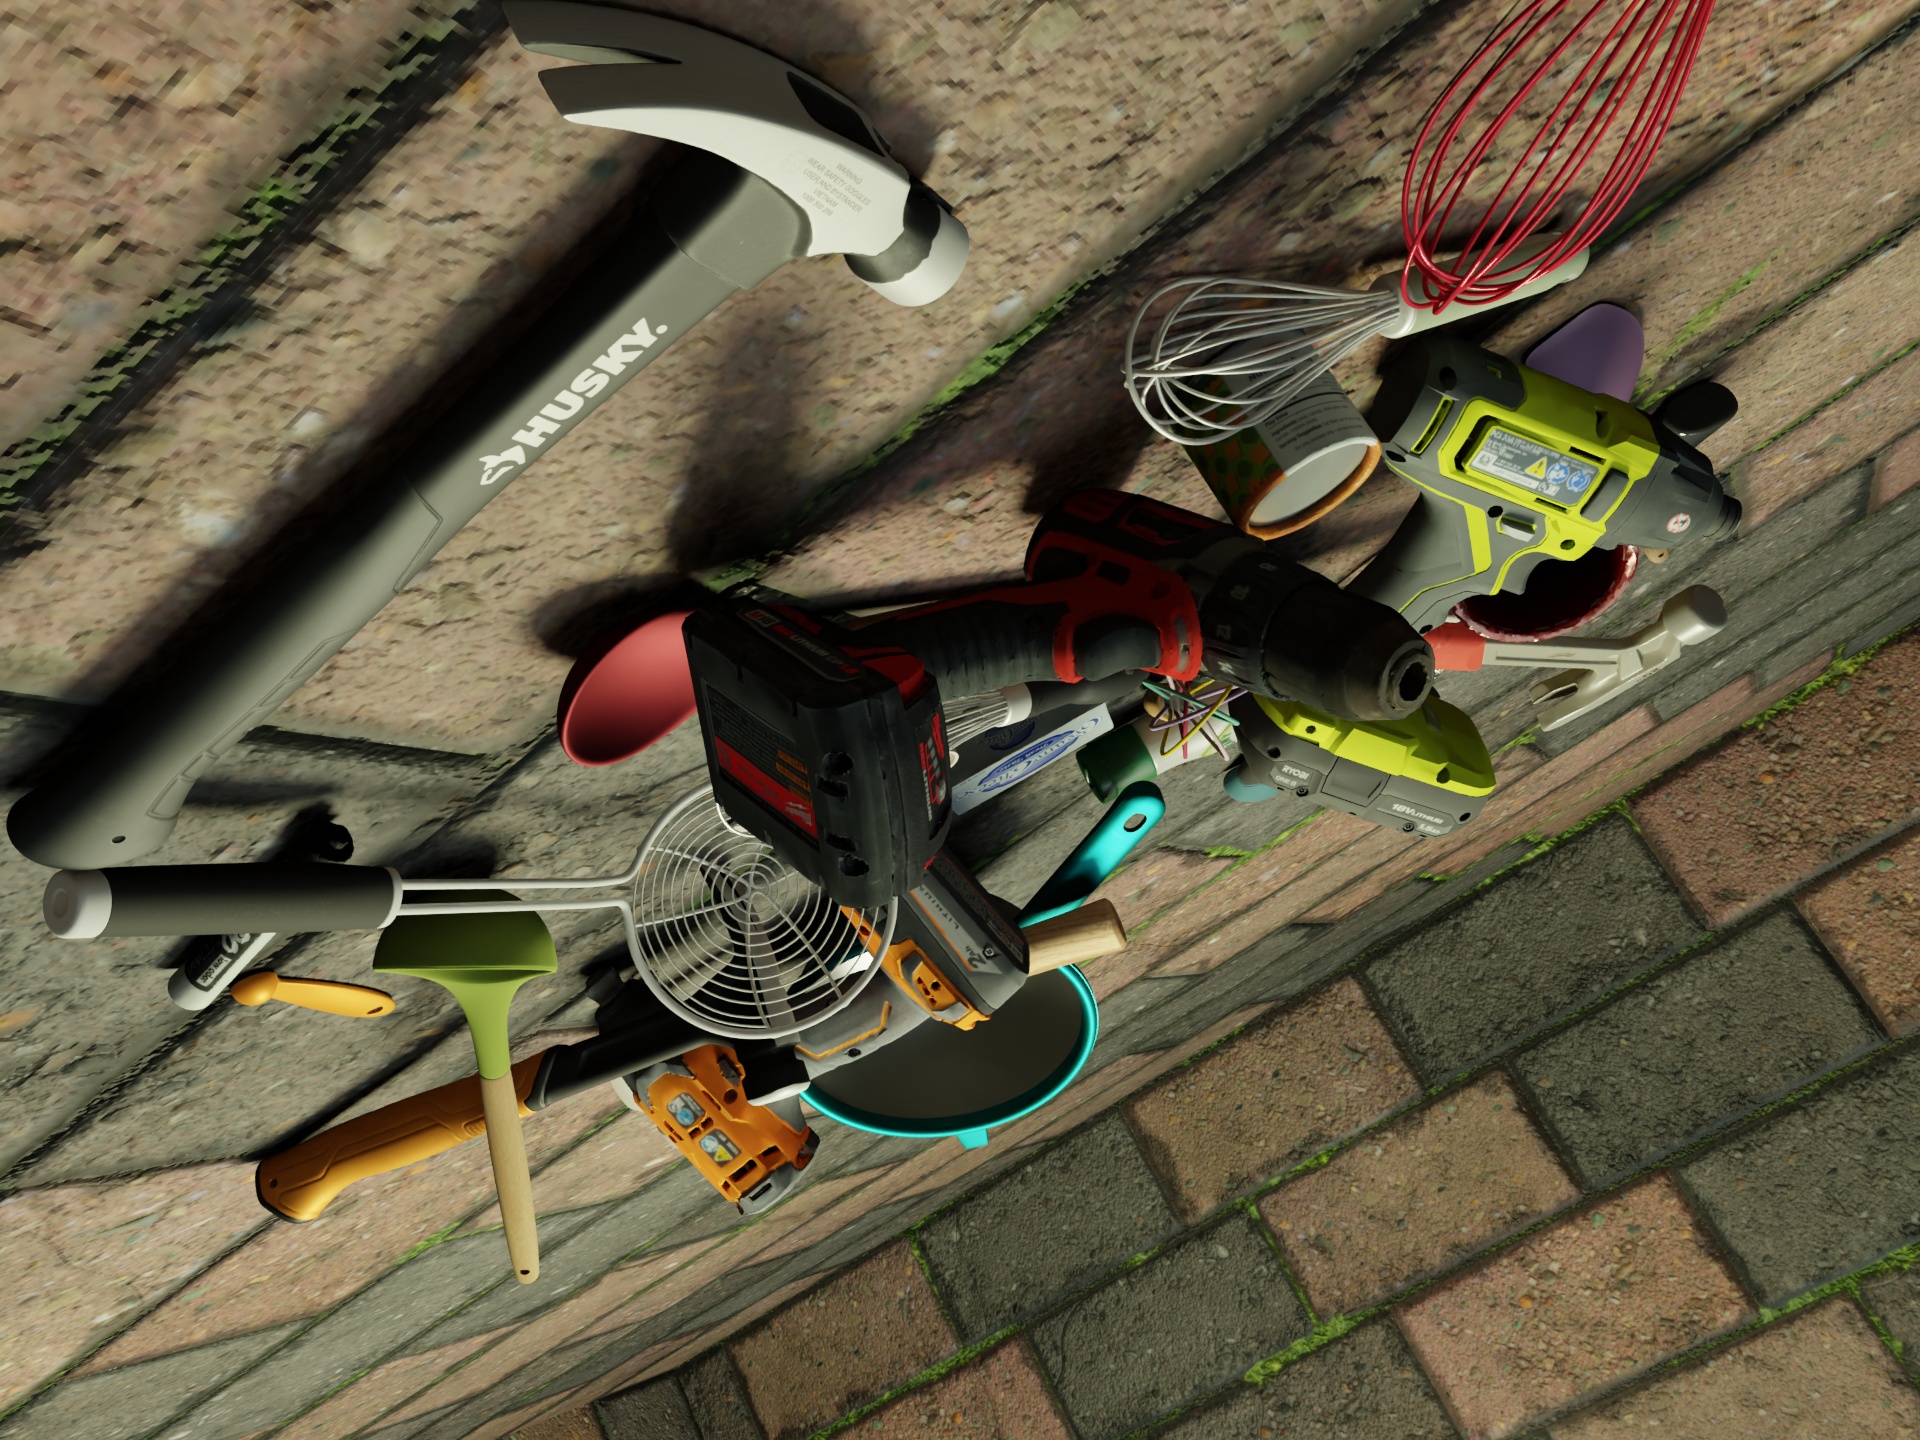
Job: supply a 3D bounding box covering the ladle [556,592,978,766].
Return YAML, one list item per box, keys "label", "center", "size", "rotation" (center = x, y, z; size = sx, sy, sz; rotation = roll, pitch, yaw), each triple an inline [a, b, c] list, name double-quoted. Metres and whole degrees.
- label: "ladle"
  center: [-0.031, -0.037, 0.666]
  size: [0.315, 0.031, 0.069]
  rotation: [-14, 139, -40]

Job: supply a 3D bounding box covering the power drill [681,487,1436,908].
- label: "power drill"
  center: [0.036, -0.017, 0.575]
  size: [0.226, 0.188, 0.080]
  rotation: [-23, 122, -28]

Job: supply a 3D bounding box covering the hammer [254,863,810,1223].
- label: "hammer"
  center: [-0.247, 0.194, 0.866]
  size: [0.337, 0.127, 0.034]
  rotation: [-24, 165, 14]

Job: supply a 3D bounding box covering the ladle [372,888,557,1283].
- label: "ladle"
  center: [-0.228, 0.197, 0.780]
  size: [0.078, 0.062, 0.320]
  rotation: [1, 130, -6]

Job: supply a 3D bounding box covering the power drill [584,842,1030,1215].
- label: "power drill"
  center: [-0.092, 0.153, 0.890]
  size: [0.226, 0.164, 0.084]
  rotation: [-40, -172, 10]

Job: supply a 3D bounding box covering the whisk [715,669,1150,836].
- label: "whisk"
  center: [-0.001, -0.001, 0.756]
  size: [0.284, 0.070, 0.070]
  rotation: [-16, 157, -43]

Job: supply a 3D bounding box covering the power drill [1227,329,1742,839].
- label: "power drill"
  center: [0.240, -0.055, 0.752]
  size: [0.171, 0.080, 0.223]
  rotation: [19, 126, -11]

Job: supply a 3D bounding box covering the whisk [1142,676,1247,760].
- label: "whisk"
  center: [0.110, -0.007, 0.817]
  size: [0.051, 0.047, 0.245]
  rotation: [12, -178, 2]

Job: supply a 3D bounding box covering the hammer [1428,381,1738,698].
- label: "hammer"
  center: [0.377, -0.083, 1.089]
  size: [0.149, 0.036, 0.408]
  rotation: [-18, 157, -30]

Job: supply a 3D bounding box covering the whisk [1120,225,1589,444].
- label: "whisk"
  center: [0.159, -0.158, 0.610]
  size: [0.246, 0.059, 0.058]
  rotation: [-22, -165, -29]

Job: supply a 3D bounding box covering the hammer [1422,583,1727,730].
- label: "hammer"
  center: [0.263, -0.039, 0.911]
  size: [0.359, 0.037, 0.149]
  rotation: [1, 155, -28]

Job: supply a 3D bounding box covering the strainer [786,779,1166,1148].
- label: "strainer"
  center: [0.016, 0.134, 1.027]
  size: [0.210, 0.095, 0.340]
  rotation: [24, 122, -24]

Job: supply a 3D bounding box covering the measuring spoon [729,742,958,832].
- label: "measuring spoon"
  center: [-0.061, 0.032, 0.818]
  size: [0.124, 0.018, 0.034]
  rotation: [-18, 158, -11]

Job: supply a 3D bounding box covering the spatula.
- label: "spatula"
  center: [0.371, -0.149, 0.891]
  size: [0.060, 0.018, 0.315]
  rotation: [-37, 149, 16]

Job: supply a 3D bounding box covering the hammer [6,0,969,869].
- label: "hammer"
  center: [-0.158, -0.057, 0.440]
  size: [0.334, 0.035, 0.146]
  rotation: [-36, 159, 20]

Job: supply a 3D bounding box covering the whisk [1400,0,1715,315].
- label: "whisk"
  center: [0.223, -0.243, 0.474]
  size: [0.073, 0.073, 0.295]
  rotation: [-12, 147, -39]

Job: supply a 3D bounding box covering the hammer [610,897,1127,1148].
- label: "hammer"
  center: [-0.061, 0.171, 0.967]
  size: [0.331, 0.031, 0.129]
  rotation: [-20, 129, 10]

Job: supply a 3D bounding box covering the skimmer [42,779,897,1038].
- label: "skimmer"
  center: [-0.161, 0.075, 0.634]
  size: [0.090, 0.127, 0.363]
  rotation: [11, -179, 32]

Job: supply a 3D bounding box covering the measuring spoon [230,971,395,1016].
- label: "measuring spoon"
  center: [-0.297, 0.131, 0.739]
  size: [0.021, 0.011, 0.116]
  rotation: [-30, 160, 3]

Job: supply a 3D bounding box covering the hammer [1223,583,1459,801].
- label: "hammer"
  center: [0.255, -0.019, 1.048]
  size: [0.128, 0.033, 0.331]
  rotation: [-3, 156, -16]
